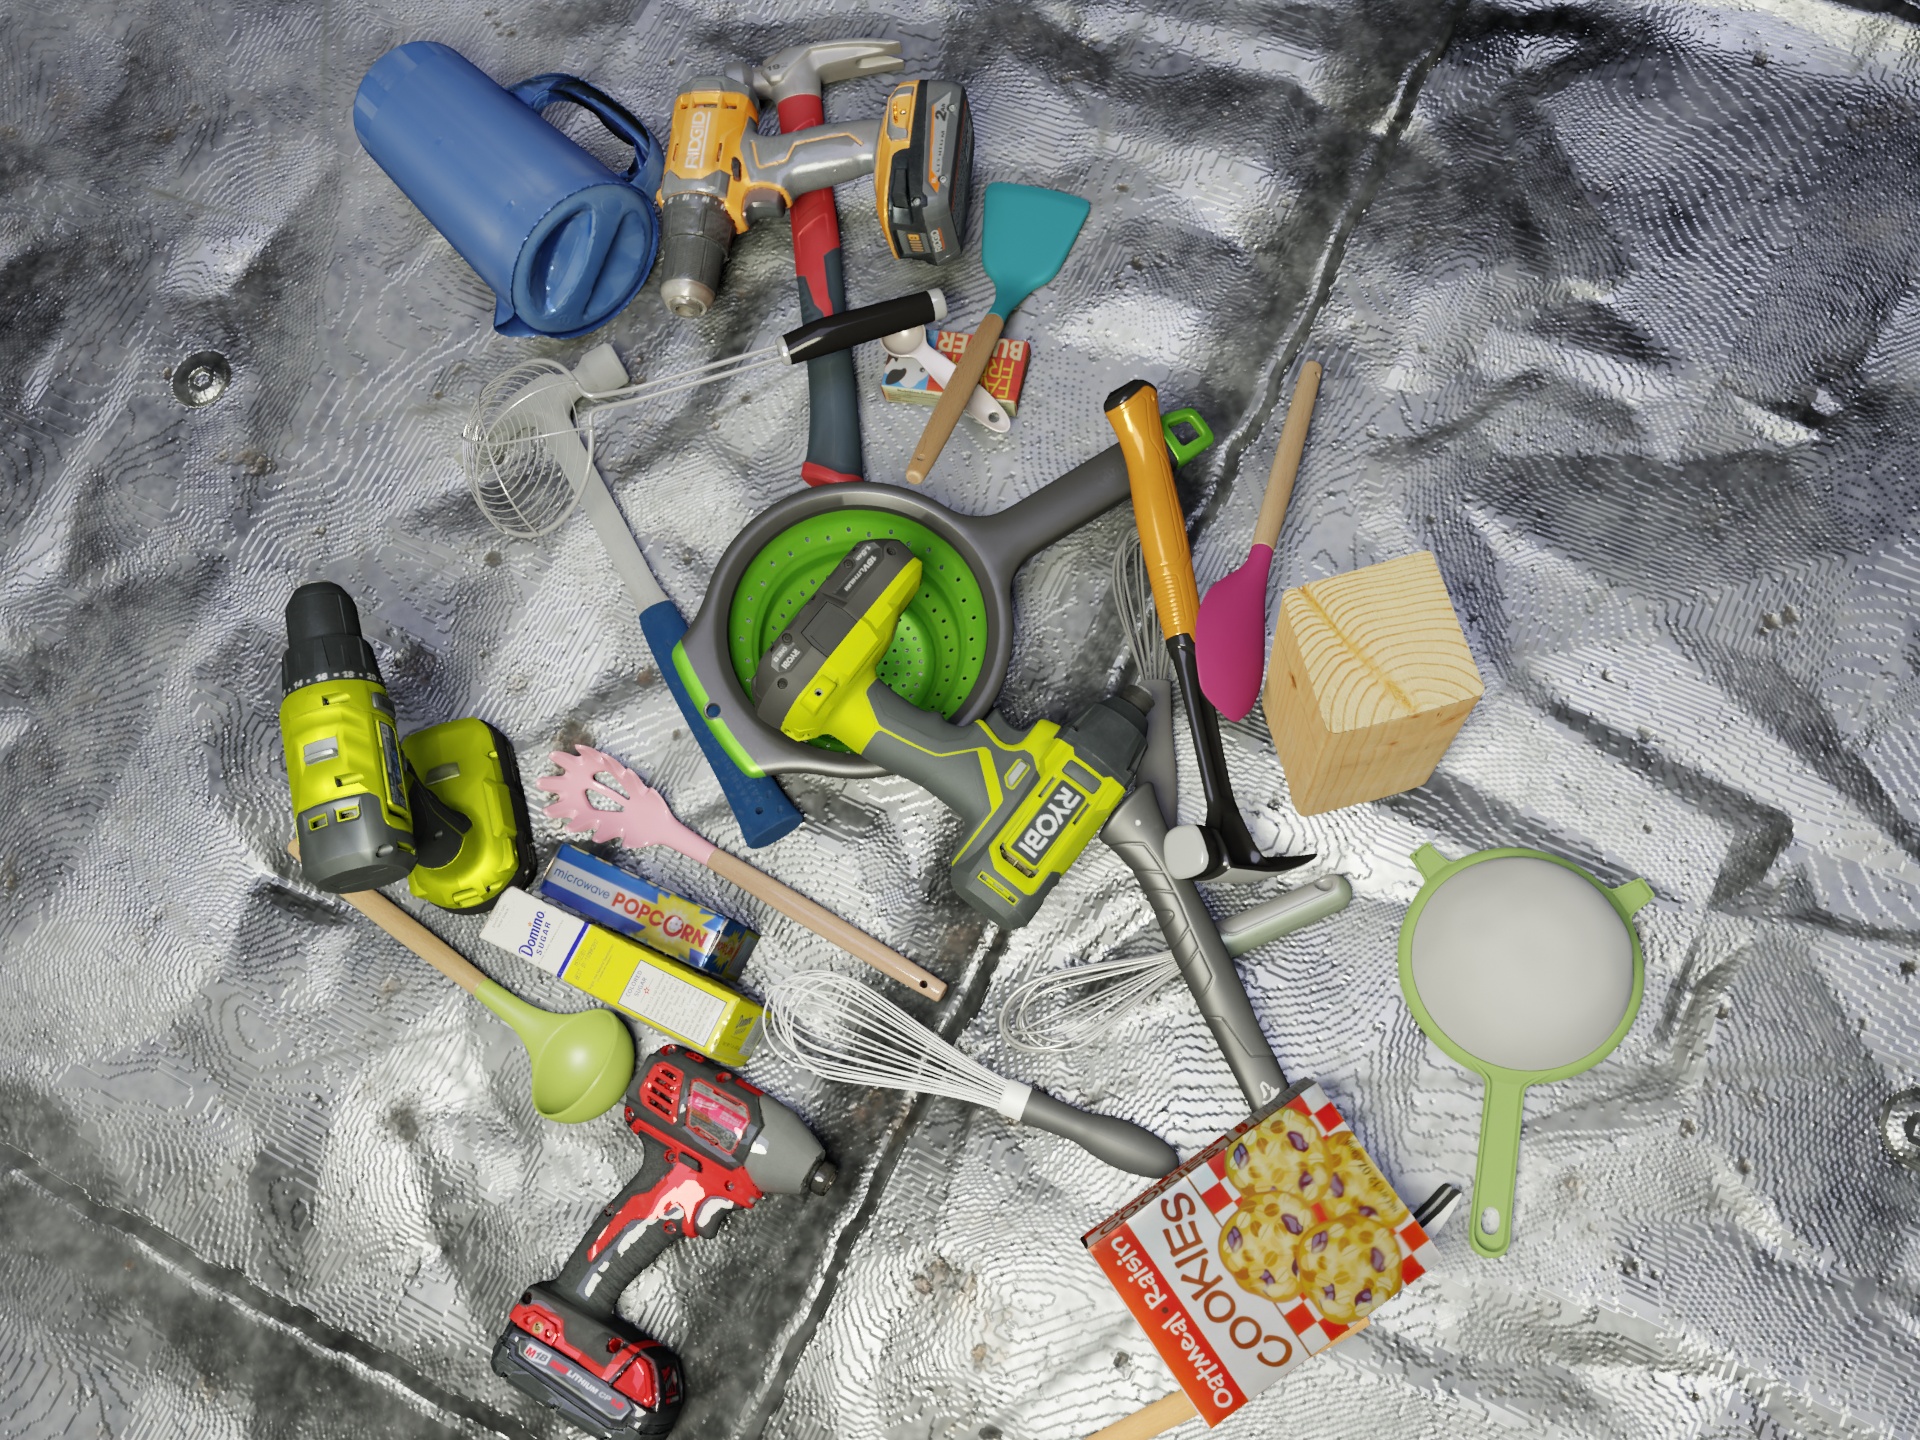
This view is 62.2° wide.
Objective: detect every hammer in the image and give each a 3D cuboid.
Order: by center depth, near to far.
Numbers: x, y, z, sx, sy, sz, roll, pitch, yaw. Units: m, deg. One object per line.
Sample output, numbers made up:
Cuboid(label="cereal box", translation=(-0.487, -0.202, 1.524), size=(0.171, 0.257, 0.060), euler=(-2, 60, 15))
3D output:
Cuboid(label="hammer", translation=(0.178, 0.193, 0.980), size=(0.146, 0.035, 0.335), euler=(-25, 83, -1))
Cuboid(label="hammer", translation=(0.147, -0.061, 1.016), size=(0.034, 0.127, 0.337), euler=(-23, 70, 39))
Cuboid(label="hammer", translation=(-0.230, -0.085, 1.147), size=(0.144, 0.035, 0.406), euler=(-30, 72, -3))
Cuboid(label="hammer", translation=(-0.093, -0.348, 1.208), size=(0.143, 0.038, 0.387), euler=(-9, 72, 3))

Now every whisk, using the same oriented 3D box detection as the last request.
Cuboid(label="whisk", translation=(0.005, 0.230, 1.015), size=(0.284, 0.070, 0.070), euler=(21, 77, 8))
Cuboid(label="whisk", translation=(0.139, 0.153, 1.023), size=(0.246, 0.059, 0.058), euler=(-23, 28, -4))
Cuboid(label="whisk", translation=(0.130, -0.023, 1.080), size=(0.055, 0.055, 0.239), euler=(-2, 78, 7))

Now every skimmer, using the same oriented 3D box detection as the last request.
Cuboid(label="skimmer", translation=(-0.184, -0.236, 1.147), size=(0.363, 0.090, 0.127), euler=(-19, 76, -8))

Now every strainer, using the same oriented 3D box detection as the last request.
Cuboid(label="strainer", translation=(0.341, 0.196, 0.970), size=(0.151, 0.069, 0.256), euler=(10, 73, 10))

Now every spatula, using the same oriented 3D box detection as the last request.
Cuboid(label="spatula", translation=(0.099, 0.427, 0.948), size=(0.322, 0.041, 0.081), euler=(-26, 71, -2))
Cuboid(label="spatula", translation=(0.015, -0.279, 1.134), size=(0.082, 0.044, 0.318), euler=(14, 50, 9))

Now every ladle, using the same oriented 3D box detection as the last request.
Cuboid(label="ladle", translation=(-0.348, 0.164, 1.078), size=(0.320, 0.062, 0.078), euler=(32, 77, 18))

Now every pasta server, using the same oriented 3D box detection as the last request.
Cuboid(label="pasta server", translation=(-0.148, 0.107, 1.078), size=(0.316, 0.040, 0.060), euler=(29, 95, 13))

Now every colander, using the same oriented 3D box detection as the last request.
Cuboid(label="colander", translation=(0.000, -0.093, 1.092), size=(0.397, 0.094, 0.204), euler=(-32, 78, -10))

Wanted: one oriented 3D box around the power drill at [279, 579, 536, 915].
Cuboid(label="power drill", translation=(-0.362, 0.028, 1.028), size=(0.080, 0.228, 0.191), euler=(-17, 72, 2))

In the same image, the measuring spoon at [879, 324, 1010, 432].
Cuboid(label="measuring spoon", translation=(-0.010, -0.249, 1.155), size=(0.124, 0.018, 0.034), euler=(44, 87, 10))

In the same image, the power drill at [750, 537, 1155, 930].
Cuboid(label="power drill", translation=(-0.002, -0.003, 0.983), size=(0.223, 0.080, 0.171), euler=(38, 76, 2))

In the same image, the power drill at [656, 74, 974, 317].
Cuboid(label="power drill", translation=(-0.112, -0.380, 1.160), size=(0.226, 0.084, 0.185), euler=(4, 74, 10))

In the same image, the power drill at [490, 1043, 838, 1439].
Cuboid(label="power drill", translation=(-0.180, 0.329, 0.997), size=(0.143, 0.078, 0.220), euler=(25, 75, 13))

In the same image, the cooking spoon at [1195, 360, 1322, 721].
Cuboid(label="cooking spoon", translation=(0.206, -0.132, 1.060), size=(0.017, 0.068, 0.319), euler=(-19, 40, 44))
